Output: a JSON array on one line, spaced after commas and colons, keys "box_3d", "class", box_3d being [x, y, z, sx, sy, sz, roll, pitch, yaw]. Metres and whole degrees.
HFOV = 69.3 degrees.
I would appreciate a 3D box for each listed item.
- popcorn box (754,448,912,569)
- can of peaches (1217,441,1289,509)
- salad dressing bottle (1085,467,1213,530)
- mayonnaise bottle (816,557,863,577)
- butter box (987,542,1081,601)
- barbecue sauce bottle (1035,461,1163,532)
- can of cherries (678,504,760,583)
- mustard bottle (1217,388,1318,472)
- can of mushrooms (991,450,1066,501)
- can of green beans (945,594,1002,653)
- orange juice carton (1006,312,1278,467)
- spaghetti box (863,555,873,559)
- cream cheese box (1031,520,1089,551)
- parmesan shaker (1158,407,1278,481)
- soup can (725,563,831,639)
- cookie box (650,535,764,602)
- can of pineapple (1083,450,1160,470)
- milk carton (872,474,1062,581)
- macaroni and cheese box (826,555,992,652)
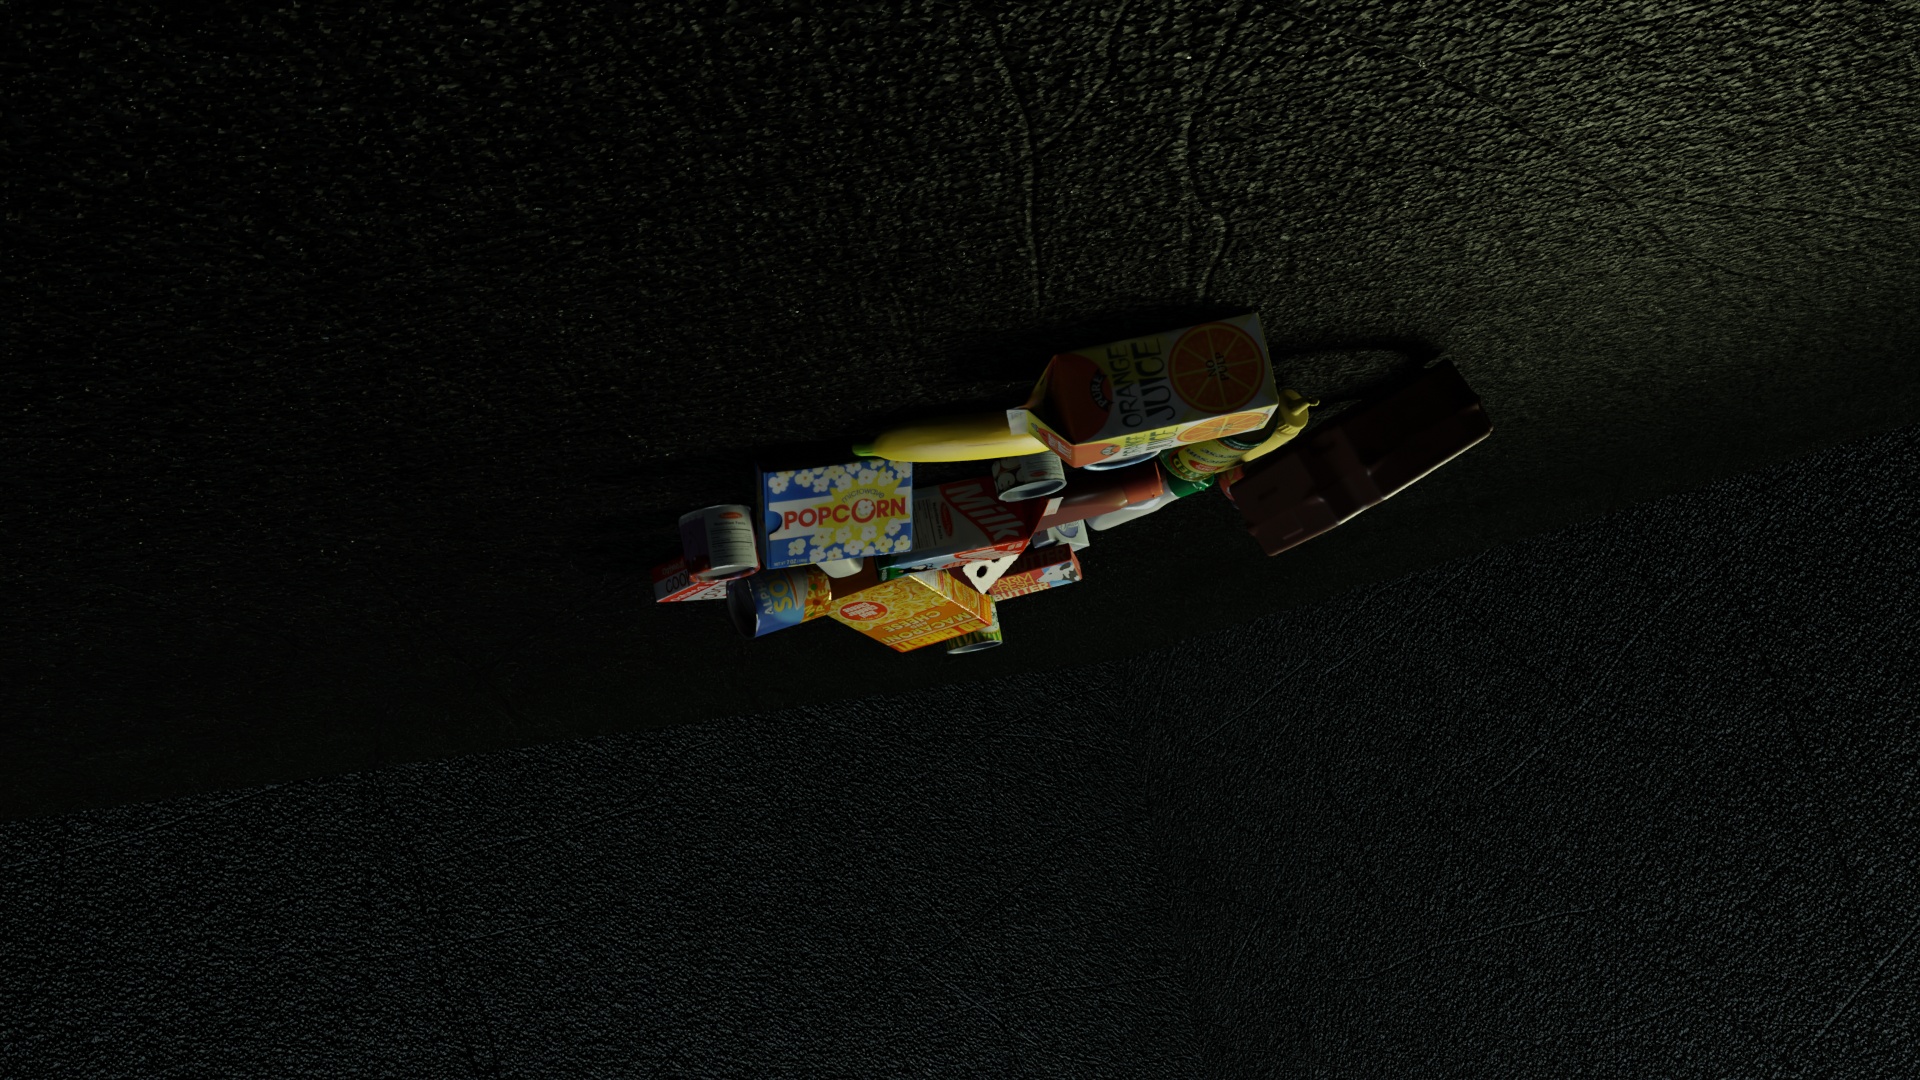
[{"box_3d": [-0.103, -0.029, 1.139, 0.127, 0.085, 0.038, -8, -156, -21], "class": "popcorn box"}, {"box_3d": [0.303, -0.071, 1.421, 0.071, 0.071, 0.058, -10, 168, -12], "class": "can of peaches"}, {"box_3d": [0.200, -0.052, 1.486, 0.147, 0.044, 0.064, -21, 165, 37], "class": "salad dressing bottle"}, {"box_3d": [-0.132, -0.007, 1.310, 0.041, 0.065, 0.148, -15, 166, 10], "class": "mayonnaise bottle"}, {"box_3d": [0.076, 0.035, 1.517, 0.103, 0.024, 0.053, -14, 150, 10], "class": "butter box"}, {"box_3d": [0.134, -0.046, 1.442, 0.148, 0.044, 0.065, -14, 165, 10], "class": "barbecue sauce bottle"}, {"box_3d": [-0.221, 0.004, 1.270, 0.071, 0.058, 0.071, -12, 169, -2], "class": "can of cherries"}, {"box_3d": [0.269, -0.104, 1.267, 0.065, 0.049, 0.159, -9, 169, -36], "class": "mustard bottle"}, {"box_3d": [0.063, -0.061, 1.308, 0.071, 0.033, 0.071, -12, 170, -2], "class": "can of mushrooms"}, {"box_3d": [0.012, 0.098, 1.636, 0.071, 0.058, 0.071, -10, 169, -2], "class": "can of green beans"}, {"box_3d": [0.130, -0.106, 1.029, 0.193, 0.073, 0.071, -12, 170, 1], "class": "orange juice carton"}, {"box_3d": [-0.093, 0.025, 1.551, 0.250, 0.050, 0.028, -15, 170, 15], "class": "spaghetti box"}, {"box_3d": [0.105, -0.018, 1.533, 0.024, 0.053, 0.104, -20, 167, 28], "class": "cream cheese box"}, {"box_3d": [0.218, -0.097, 1.199, 0.071, 0.071, 0.102, -8, 169, -20], "class": "parmesan shaker"}, {"box_3d": [-0.178, 0.052, 1.362, 0.084, 0.071, 0.071, -17, 173, -31], "class": "soup can"}, {"box_3d": [-0.219, 0.027, 1.449, 0.168, 0.040, 0.122, -2, 165, -45], "class": "cookie box"}, {"box_3d": [0.124, -0.093, 1.134, 0.071, 0.058, 0.071, -11, 170, -2], "class": "can of pineapple"}, {"box_3d": [0.005, -0.017, 1.368, 0.191, 0.073, 0.072, -11, 169, -5], "class": "milk carton"}, {"box_3d": [-0.060, 0.064, 1.491, 0.123, 0.040, 0.166, -19, 150, 27], "class": "macaroni and cheese box"}]
